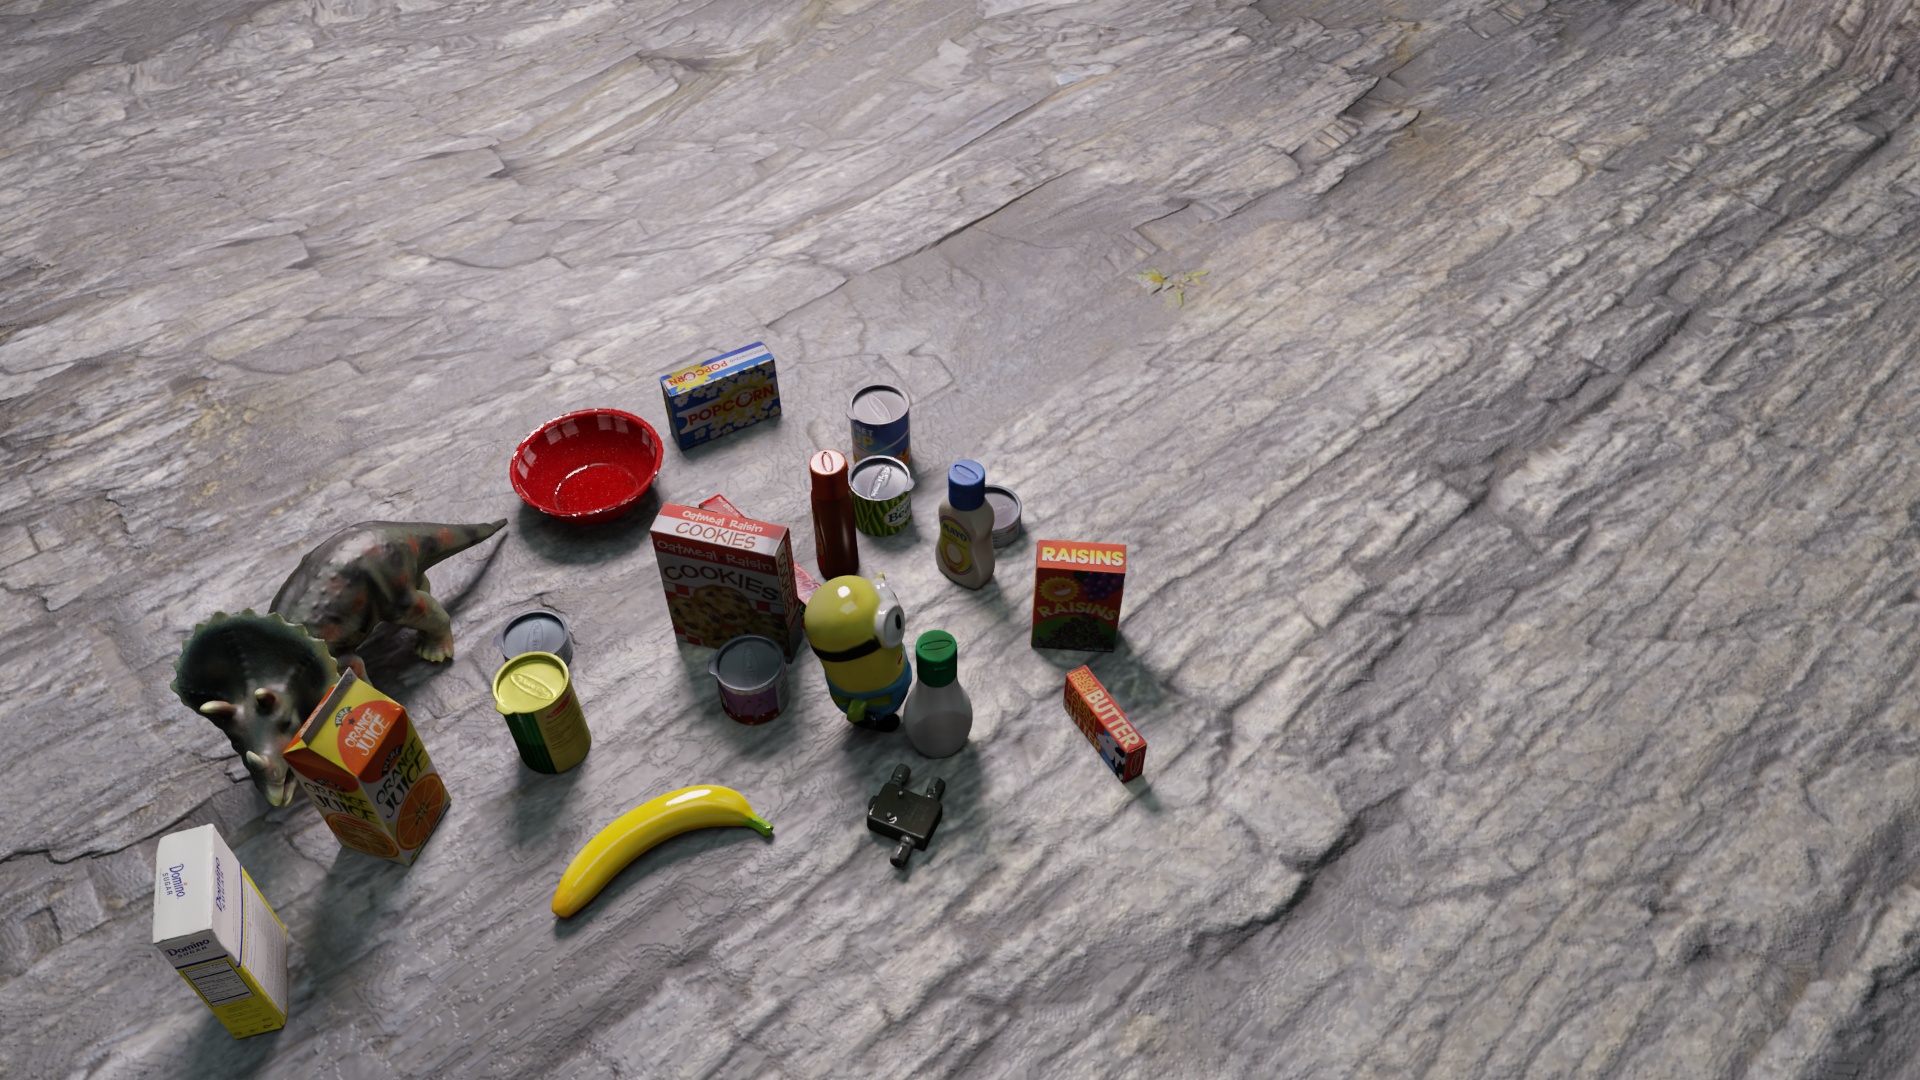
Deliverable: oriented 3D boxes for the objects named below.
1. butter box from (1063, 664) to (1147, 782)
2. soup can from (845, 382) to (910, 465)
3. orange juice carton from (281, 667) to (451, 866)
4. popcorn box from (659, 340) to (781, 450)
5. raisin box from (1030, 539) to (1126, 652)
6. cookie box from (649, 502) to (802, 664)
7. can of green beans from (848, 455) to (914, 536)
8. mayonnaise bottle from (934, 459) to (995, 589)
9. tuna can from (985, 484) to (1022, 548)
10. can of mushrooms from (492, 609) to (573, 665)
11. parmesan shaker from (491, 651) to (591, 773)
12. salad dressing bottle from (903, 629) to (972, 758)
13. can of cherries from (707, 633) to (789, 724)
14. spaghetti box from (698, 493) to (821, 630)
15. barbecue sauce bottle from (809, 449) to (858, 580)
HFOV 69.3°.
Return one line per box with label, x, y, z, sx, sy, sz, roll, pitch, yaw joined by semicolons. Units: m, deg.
butter box;0.133;0.170;1.287;0.024;0.052;0.104;-23;53;-20
soup can;-0.090;-0.120;1.522;0.071;0.083;0.072;0;48;0
orange juice carton;-0.503;0.190;1.170;0.073;0.191;0.072;13;50;11
popcorn box;-0.267;-0.163;1.557;0.127;0.084;0.038;-24;53;-20
raisin box;0.113;0.054;1.343;0.086;0.122;0.040;4;49;3
cookie box;-0.219;0.042;1.321;0.123;0.166;0.040;11;49;9
can of green beans;-0.085;-0.047;1.475;0.071;0.057;0.071;0;48;0
mayonnaise bottle;0.005;-0.017;1.389;0.065;0.147;0.041;32;55;25
tuna can;0.031;-0.027;1.474;0.071;0.032;0.071;0;48;0
can of mushrooms;-0.416;0.102;1.355;0.071;0.033;0.071;0;48;0
parmesan shaker;-0.380;0.159;1.258;0.071;0.102;0.072;0;48;0
salad dressing bottle;-0.020;0.139;1.250;0.064;0.146;0.044;-8;49;-8
can of cherries;-0.200;0.131;1.314;0.071;0.058;0.072;0;48;0
spaghetti box;-0.178;0.041;1.400;0.029;0.049;0.250;-35;57;-27
barbecue sauce bottle;-0.128;-0.028;1.397;0.044;0.147;0.065;-9;49;-8
